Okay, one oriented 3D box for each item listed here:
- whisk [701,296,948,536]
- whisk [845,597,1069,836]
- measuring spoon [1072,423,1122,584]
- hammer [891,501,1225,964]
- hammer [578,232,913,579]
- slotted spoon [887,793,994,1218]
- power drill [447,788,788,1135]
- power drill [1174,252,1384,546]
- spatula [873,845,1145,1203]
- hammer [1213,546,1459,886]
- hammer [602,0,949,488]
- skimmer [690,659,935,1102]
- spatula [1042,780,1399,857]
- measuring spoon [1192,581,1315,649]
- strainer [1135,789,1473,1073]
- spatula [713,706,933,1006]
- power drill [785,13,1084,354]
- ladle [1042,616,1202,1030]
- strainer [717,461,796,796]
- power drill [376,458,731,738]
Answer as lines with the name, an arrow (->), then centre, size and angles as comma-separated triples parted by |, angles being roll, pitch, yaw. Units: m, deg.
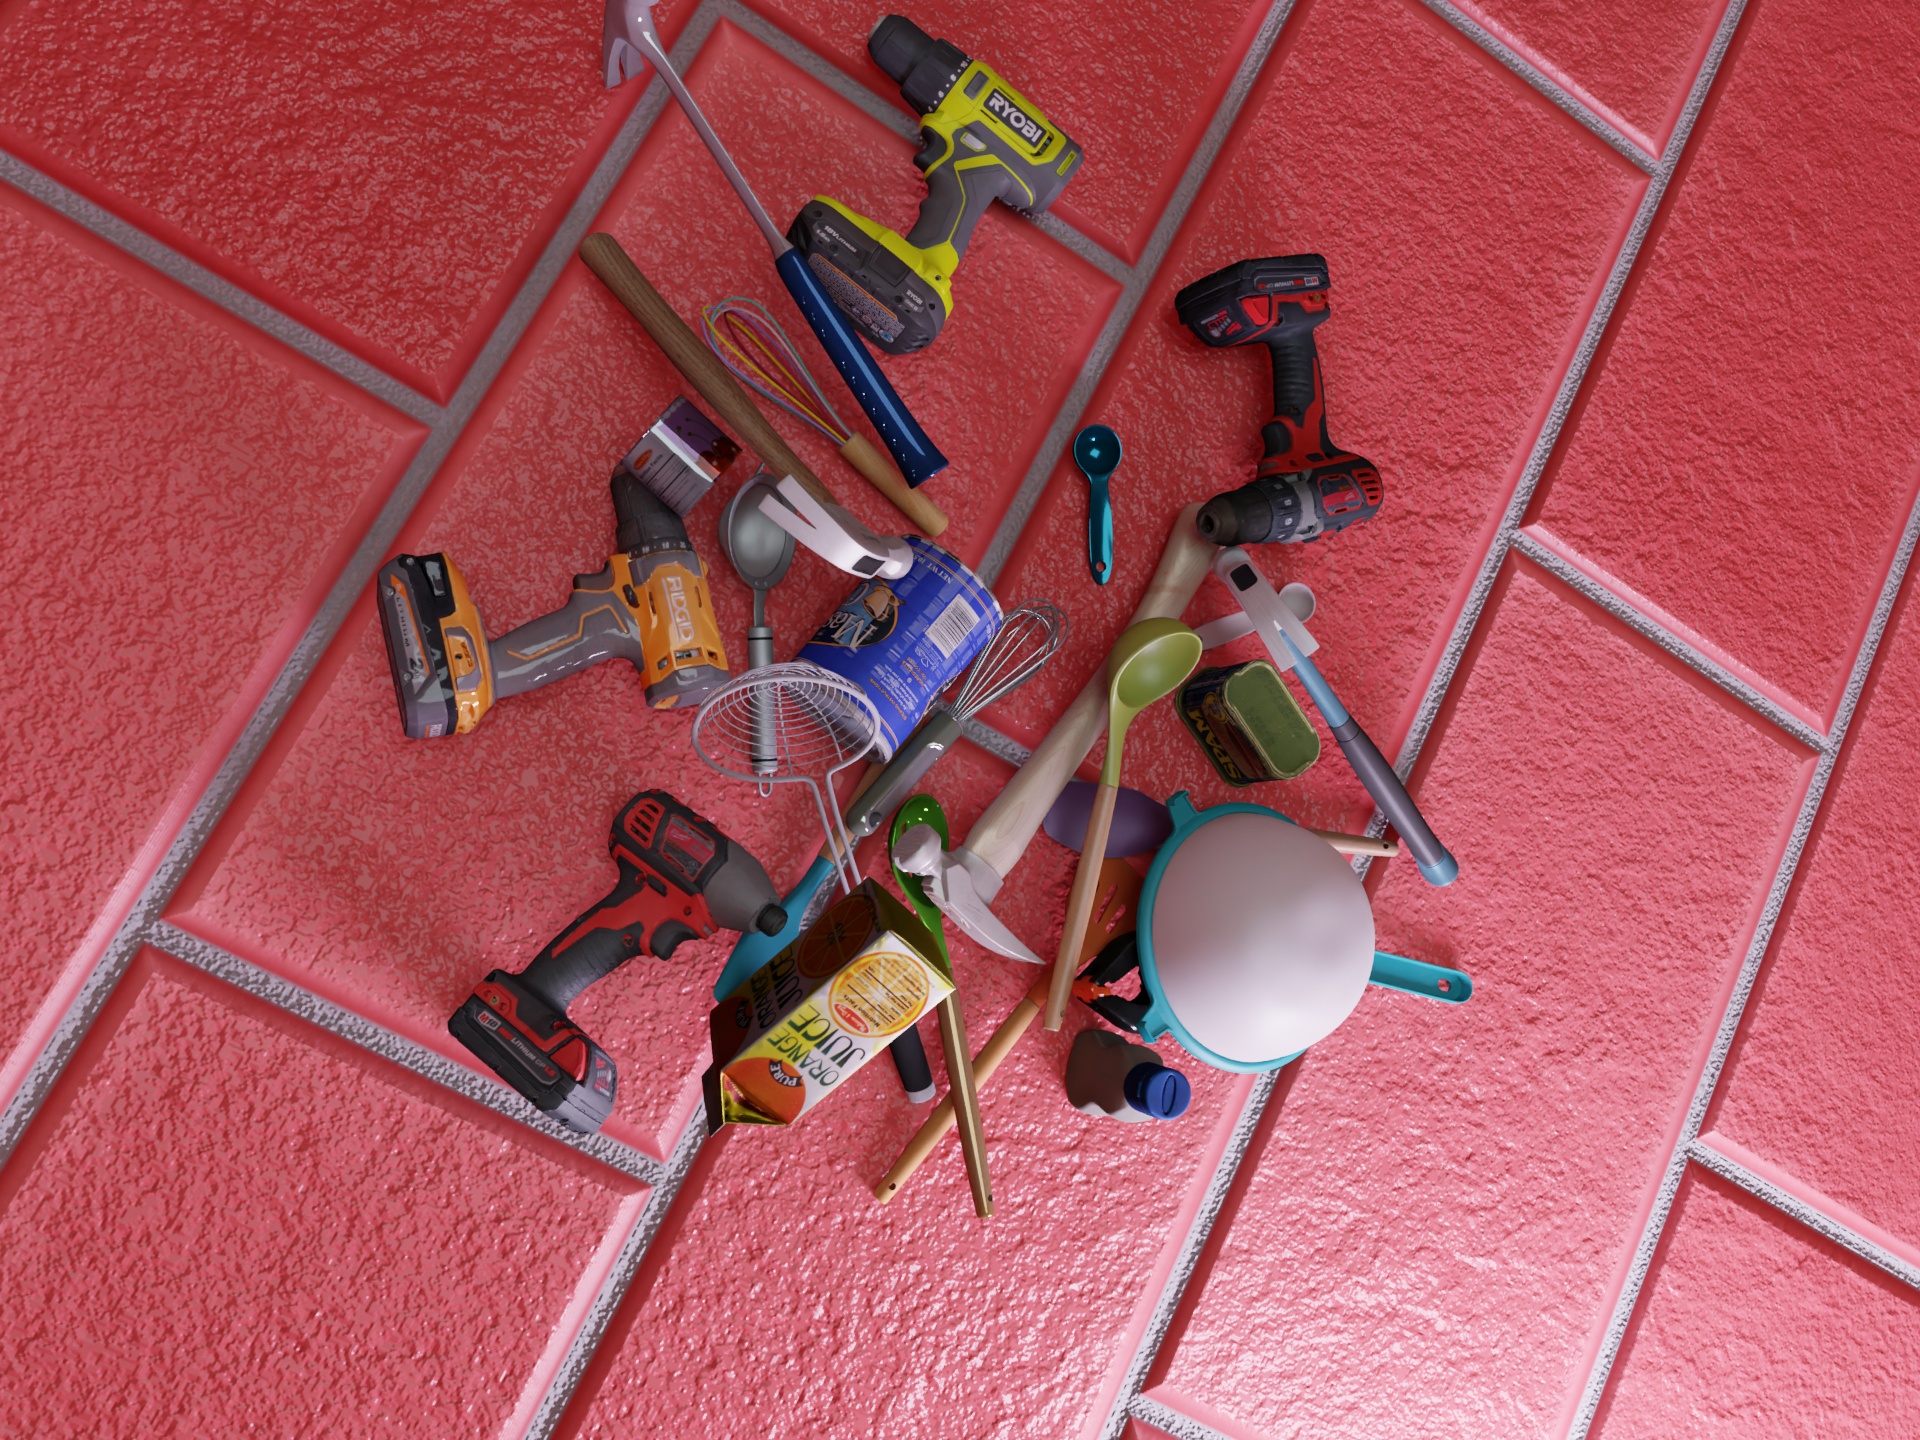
whisk -> -0.101, -0.230, 1.211 | 0.245, 0.047, 0.051 | 42, 85, -14
whisk -> -0.002, -0.004, 1.202 | 0.246, 0.059, 0.057 | -48, 137, -21
measuring spoon -> 0.109, -0.174, 1.286 | 0.042, 0.021, 0.128 | -4, 95, -19
hammer -> 0.112, -0.007, 1.241 | 0.146, 0.038, 0.411 | 45, 68, -23
hammer -> -0.165, -0.226, 1.118 | 0.031, 0.130, 0.331 | -45, 75, 15
slotted spoon -> -0.011, 0.211, 1.184 | 0.070, 0.031, 0.314 | -1, 78, -53
power drill -> -0.227, 0.164, 1.089 | 0.143, 0.078, 0.220 | 32, 72, 21
power drill -> 0.245, -0.251, 1.285 | 0.188, 0.080, 0.226 | -16, 93, -34
spatula -> 0.038, 0.235, 1.220 | 0.081, 0.041, 0.322 | 42, 79, -10
hammer -> 0.309, 0.007, 1.277 | 0.033, 0.128, 0.330 | -35, 112, 10
hammer -> -0.135, -0.348, 1.161 | 0.035, 0.144, 0.405 | -36, 99, -20
skimmer -> -0.082, 0.125, 1.114 | 0.127, 0.090, 0.363 | -14, 107, 8
spatula -> 0.215, 0.091, 1.290 | 0.315, 0.018, 0.060 | 7, 73, -16
measuring spoon -> 0.237, -0.082, 1.319 | 0.124, 0.018, 0.034 | -20, 91, -12
strainer -> 0.300, 0.181, 1.244 | 0.340, 0.095, 0.211 | 16, 75, -26
spatula -> -0.080, 0.084, 1.184 | 0.082, 0.044, 0.317 | 39, 73, -28
power drill -> -0.034, -0.418, 1.230 | 0.190, 0.080, 0.228 | 37, 73, -11
ladle -> 0.115, 0.077, 1.190 | 0.078, 0.062, 0.320 | 22, 80, -51
strainer -> -0.151, -0.072, 1.178 | 0.087, 0.050, 0.258 | -3, 91, -62
power drill -> -0.287, -0.088, 1.117 | 0.226, 0.084, 0.185 | -11, 81, -23
